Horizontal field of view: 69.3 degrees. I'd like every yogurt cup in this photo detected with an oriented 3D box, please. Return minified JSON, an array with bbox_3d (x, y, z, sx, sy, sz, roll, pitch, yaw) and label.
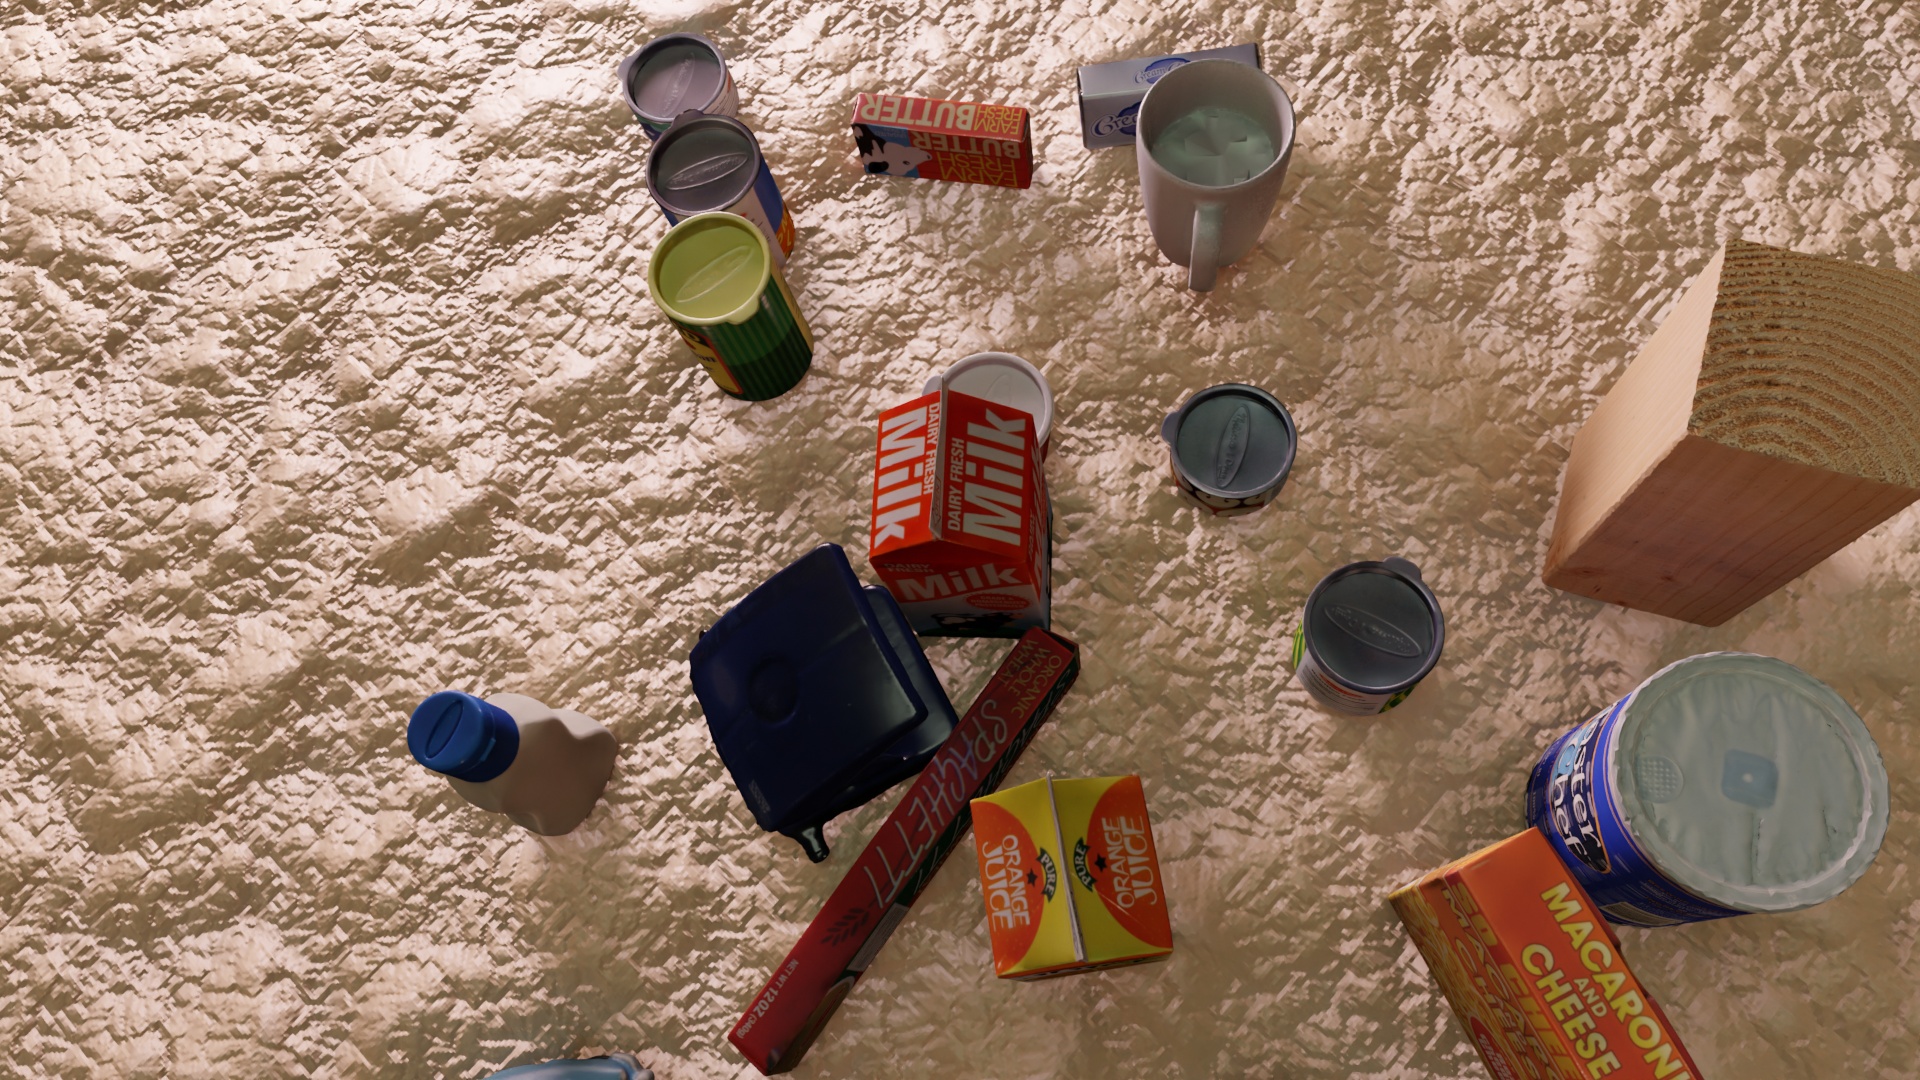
[{"bbox_3d":[0.019,-0.061,0.753,0.072,0.053,0.072,-2,71,7],"label":"yogurt cup"}]

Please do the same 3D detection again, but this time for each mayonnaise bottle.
[{"bbox_3d":[-0.217,0.105,0.676,0.041,0.147,0.065,23,76,14],"label":"mayonnaise bottle"}]

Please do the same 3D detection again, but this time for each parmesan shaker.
[{"bbox_3d":[-0.123,-0.124,0.767,0.071,0.103,0.071,-2,71,7],"label":"parmesan shaker"}]

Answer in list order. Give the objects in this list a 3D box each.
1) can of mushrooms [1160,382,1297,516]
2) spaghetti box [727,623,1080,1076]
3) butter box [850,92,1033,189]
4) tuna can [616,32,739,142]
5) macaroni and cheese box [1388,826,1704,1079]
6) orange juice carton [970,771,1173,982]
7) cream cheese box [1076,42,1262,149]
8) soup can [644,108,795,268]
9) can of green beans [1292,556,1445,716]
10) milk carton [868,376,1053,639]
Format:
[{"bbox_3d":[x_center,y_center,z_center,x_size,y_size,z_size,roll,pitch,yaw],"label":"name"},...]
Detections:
[{"bbox_3d":[0.143,-0.049,0.744,0.071,0.033,0.071,-2,71,7],"label":"can of mushrooms"},{"bbox_3d":[-0.022,0.150,0.688,0.029,0.050,0.250,34,78,17],"label":"spaghetti box"},{"bbox_3d":[-0.009,-0.234,0.817,0.103,0.053,0.024,8,73,10],"label":"butter box"},{"bbox_3d":[-0.176,-0.279,0.864,0.071,0.032,0.071,-2,71,7],"label":"tuna can"},{"bbox_3d":[0.240,0.190,0.578,0.040,0.166,0.124,-27,70,-2],"label":"macaroni and cheese box"},{"bbox_3d":[0.050,0.149,0.603,0.073,0.192,0.072,-10,71,4],"label":"orange juice carton"},{"bbox_3d":[0.120,-0.257,0.808,0.104,0.053,0.024,-6,71,5],"label":"cream cheese box"},{"bbox_3d":[-0.137,-0.197,0.804,0.071,0.083,0.071,-2,71,7],"label":"soup can"},{"bbox_3d":[0.201,0.050,0.689,0.071,0.057,0.071,-2,71,7],"label":"can of green beans"},{"bbox_3d":[0.002,-0.008,0.664,0.073,0.190,0.072,0,72,8],"label":"milk carton"}]
